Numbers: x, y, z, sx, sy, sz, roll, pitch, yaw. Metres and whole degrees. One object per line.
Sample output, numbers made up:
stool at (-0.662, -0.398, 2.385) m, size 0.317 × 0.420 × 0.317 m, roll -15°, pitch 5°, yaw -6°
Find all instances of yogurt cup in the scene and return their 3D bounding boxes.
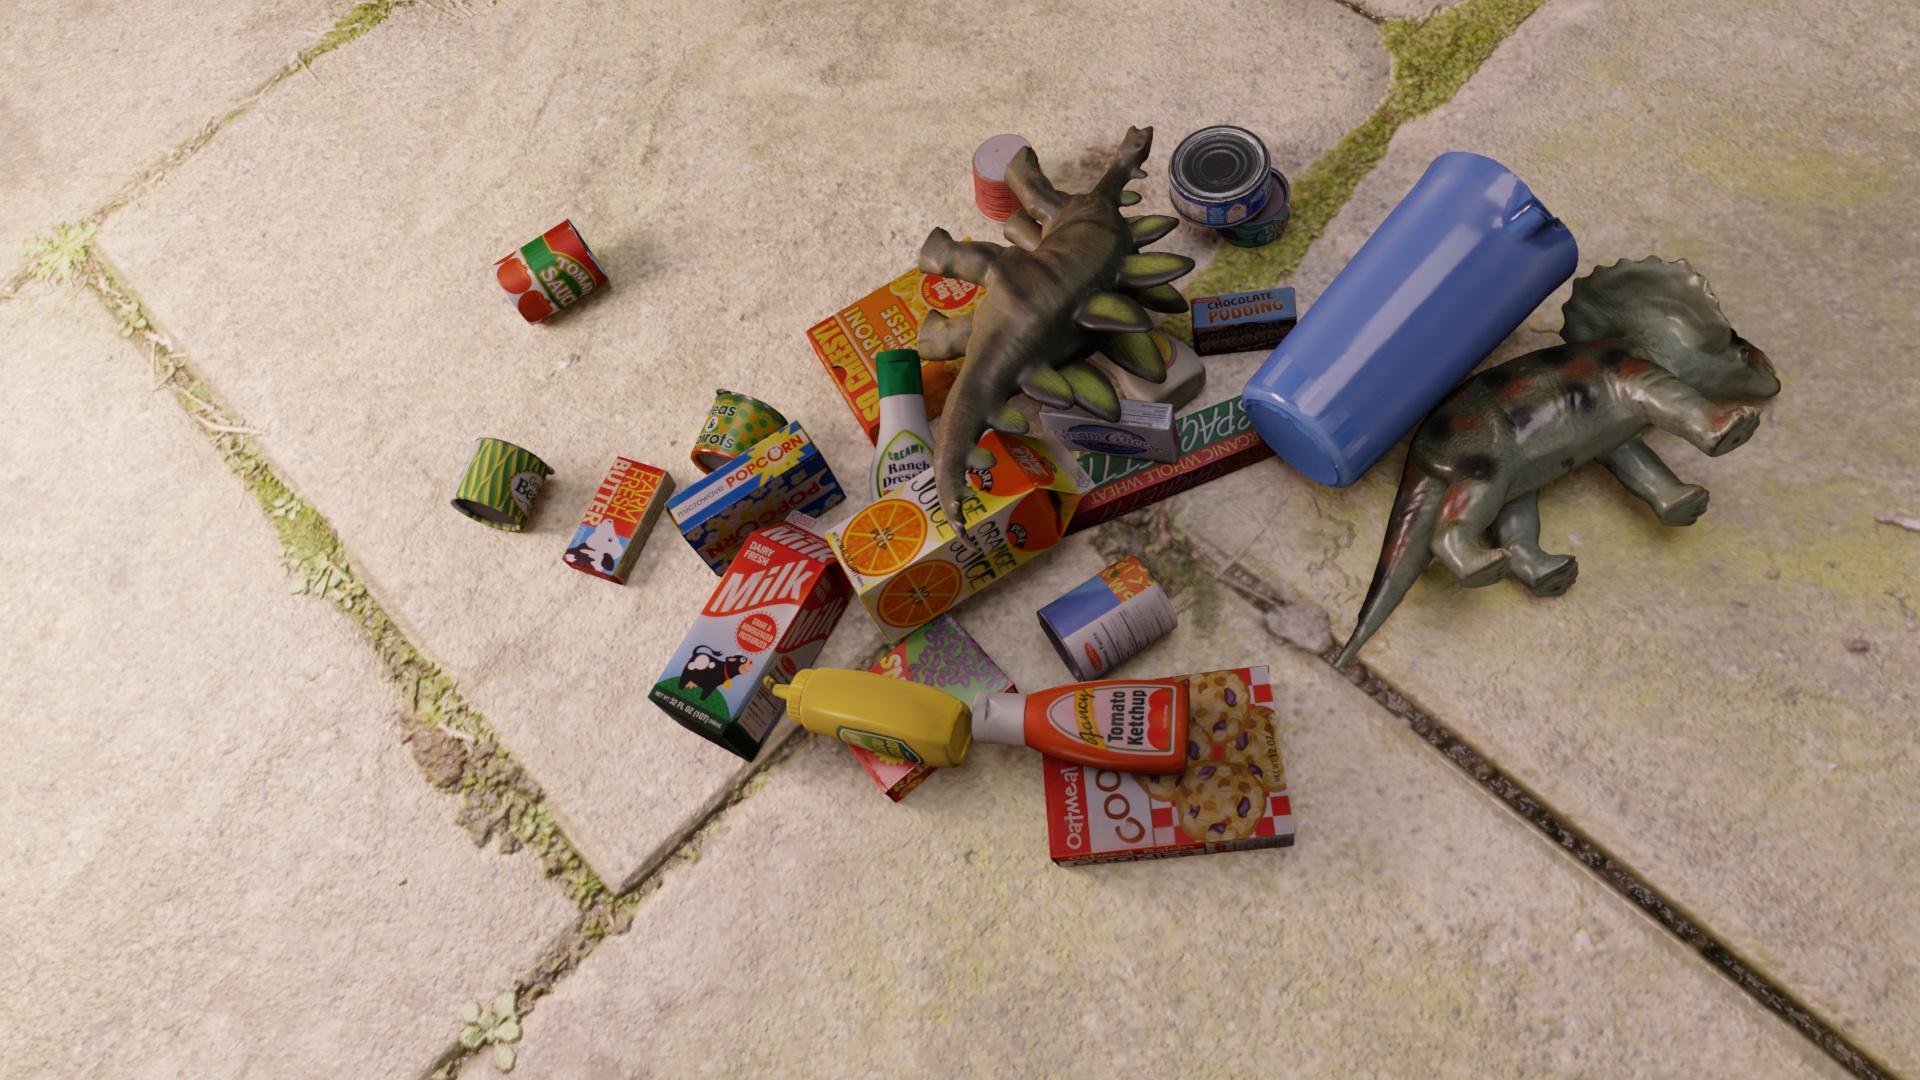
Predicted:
yogurt cup at (0.042, -0.324, 1.238) m, size 0.072 × 0.053 × 0.072 m, roll -5°, pitch 63°, yaw 10°

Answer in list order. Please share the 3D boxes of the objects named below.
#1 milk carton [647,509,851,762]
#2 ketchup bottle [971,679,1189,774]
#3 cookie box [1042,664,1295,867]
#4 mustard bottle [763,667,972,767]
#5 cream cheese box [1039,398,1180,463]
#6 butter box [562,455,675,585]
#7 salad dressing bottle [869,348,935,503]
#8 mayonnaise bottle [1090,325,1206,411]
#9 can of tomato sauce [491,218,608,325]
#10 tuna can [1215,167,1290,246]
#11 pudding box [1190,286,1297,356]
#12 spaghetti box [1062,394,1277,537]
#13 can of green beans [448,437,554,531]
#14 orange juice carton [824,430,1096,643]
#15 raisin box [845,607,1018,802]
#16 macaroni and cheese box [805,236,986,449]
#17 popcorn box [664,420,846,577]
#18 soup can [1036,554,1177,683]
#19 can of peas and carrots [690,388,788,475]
milk carton at (-0.151, 0.065, 1.074) m, size 0.072 × 0.073 × 0.191 m, roll 23°, pitch 71°, yaw 21°
ketchup bottle at (0.084, 0.127, 0.966) m, size 0.149 × 0.043 × 0.065 m, roll 1°, pitch 63°, yaw 12°
cookie box at (0.143, 0.160, 0.986) m, size 0.167 × 0.040 × 0.123 m, roll -7°, pitch 63°, yaw 8°
mustard bottle at (-0.072, 0.122, 0.993) m, size 0.160 × 0.065 × 0.049 m, roll 10°, pitch 63°, yaw 21°
cream cheese box at (0.115, -0.088, 1.074) m, size 0.104 × 0.053 × 0.024 m, roll 9°, pitch 64°, yaw 19°
butter box at (-0.287, -0.017, 1.171) m, size 0.053 × 0.024 × 0.104 m, roll 16°, pitch 69°, yaw 18°
salad dressing bottle at (-0.044, -0.078, 1.112) m, size 0.064 × 0.044 × 0.147 m, roll -6°, pitch 84°, yaw -3°
mayonnaise bottle at (0.134, -0.166, 1.148) m, size 0.065 × 0.041 × 0.148 m, roll -36°, pitch 62°, yaw -8°
can of tomato sauce at (-0.377, -0.245, 1.278) m, size 0.083 × 0.071 × 0.071 m, roll -33°, pitch 63°, yaw -4°
tuna can at (0.250, -0.285, 1.188) m, size 0.071 × 0.032 × 0.071 m, roll -5°, pitch 63°, yaw 10°
pudding box at (0.231, -0.178, 1.130) m, size 0.084 × 0.049 × 0.030 m, roll -5°, pitch 65°, yaw 9°
spaghetti box at (0.131, -0.051, 1.099) m, size 0.250 × 0.028 × 0.050 m, roll -21°, pitch 61°, yaw 1°
can of green beans at (-0.393, -0.047, 1.184) m, size 0.071 × 0.071 × 0.058 m, roll 10°, pitch 68°, yaw 16°
orange juice carton at (0.004, -0.013, 1.044) m, size 0.193 × 0.072 × 0.072 m, roll -31°, pitch 51°, yaw -2°
raisin box at (-0.029, 0.123, 1.040) m, size 0.123 × 0.040 × 0.086 m, roll -39°, pitch 64°, yaw -8°
macaroni and cheese box at (-0.031, -0.170, 1.185) m, size 0.166 × 0.040 × 0.124 m, roll -30°, pitch 62°, yaw -5°
popcorn box at (-0.164, -0.032, 1.118) m, size 0.127 × 0.085 × 0.038 m, roll -33°, pitch 62°, yaw -5°
soup can at (0.108, 0.057, 1.031) m, size 0.084 × 0.071 × 0.071 m, roll -32°, pitch 62°, yaw -5°
can of peas and carrots at (-0.186, -0.083, 1.156) m, size 0.071 × 0.070 × 0.059 m, roll 13°, pitch 69°, yaw 17°
